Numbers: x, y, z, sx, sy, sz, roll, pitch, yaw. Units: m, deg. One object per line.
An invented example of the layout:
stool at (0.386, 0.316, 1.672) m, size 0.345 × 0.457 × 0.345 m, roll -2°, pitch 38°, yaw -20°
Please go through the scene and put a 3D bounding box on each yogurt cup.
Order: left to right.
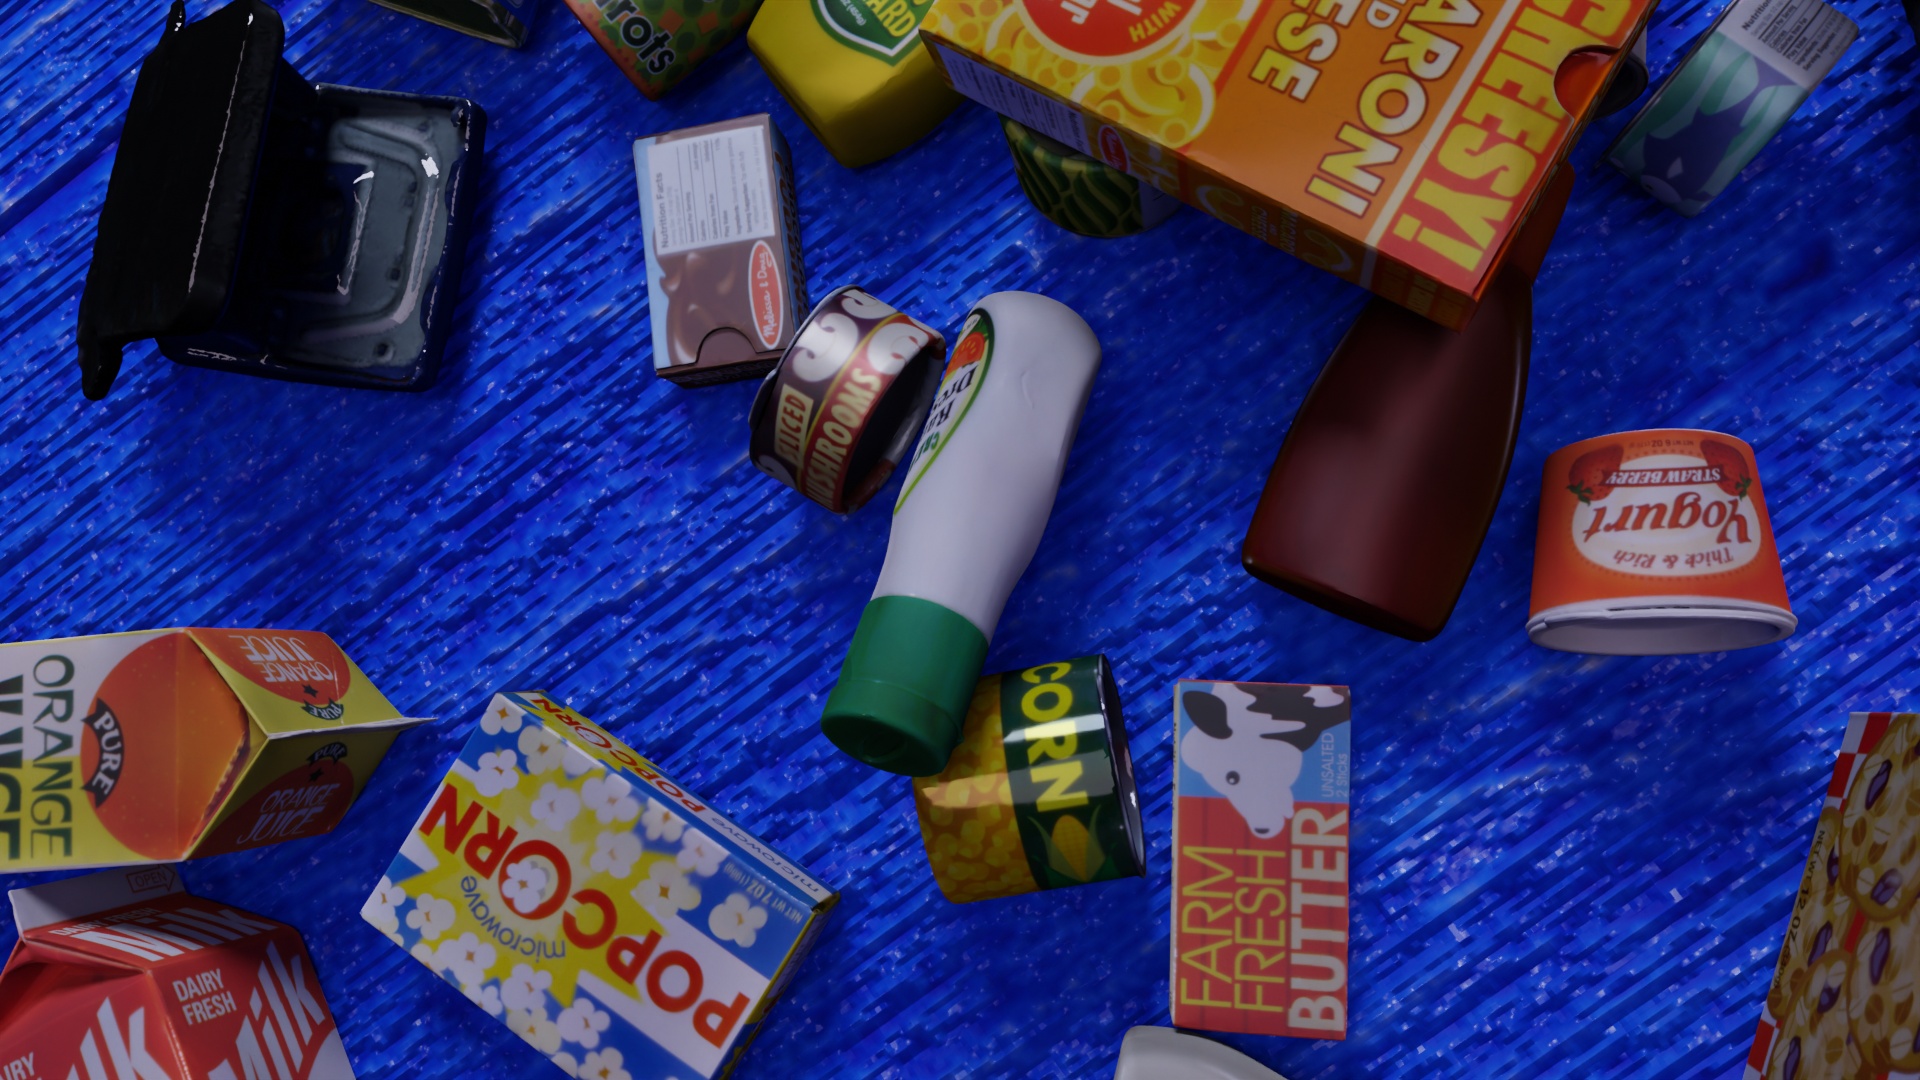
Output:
yogurt cup at (0.196, 0.002, 0.394) m, size 0.072 × 0.072 × 0.054 m, roll 1°, pitch 76°, yaw 9°

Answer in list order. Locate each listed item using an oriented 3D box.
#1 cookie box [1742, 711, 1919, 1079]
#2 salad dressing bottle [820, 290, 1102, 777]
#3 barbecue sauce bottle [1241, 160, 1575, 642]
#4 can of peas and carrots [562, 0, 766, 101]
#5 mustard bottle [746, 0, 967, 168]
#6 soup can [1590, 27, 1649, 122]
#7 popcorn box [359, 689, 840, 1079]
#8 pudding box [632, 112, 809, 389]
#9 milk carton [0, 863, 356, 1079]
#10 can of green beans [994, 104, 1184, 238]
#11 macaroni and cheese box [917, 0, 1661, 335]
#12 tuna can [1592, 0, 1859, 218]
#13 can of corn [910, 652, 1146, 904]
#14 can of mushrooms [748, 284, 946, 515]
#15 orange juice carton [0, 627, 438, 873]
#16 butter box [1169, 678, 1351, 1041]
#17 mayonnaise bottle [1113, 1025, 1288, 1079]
cookie box at (0.244, 0.104, 0.321) m, size 0.040 × 0.167 × 0.123 m, roll 18°, pitch 87°, yaw 11°
salad dressing bottle at (0.001, -0.005, 0.404) m, size 0.044 × 0.064 × 0.148 m, roll 26°, pitch 59°, yaw -11°
barbecue sauce bottle at (0.140, -0.048, 0.418) m, size 0.065 × 0.043 × 0.148 m, roll 23°, pitch 87°, yaw 11°
can of peas and carrots at (-0.101, -0.189, 0.460) m, size 0.058 × 0.071 × 0.071 m, roll -38°, pitch 79°, yaw 4°
mustard bottle at (0.006, -0.193, 0.454) m, size 0.160 × 0.049 × 0.065 m, roll -40°, pitch 77°, yaw 3°
soup can at (0.169, -0.174, 0.419) m, size 0.071 × 0.071 × 0.084 m, roll 4°, pitch 83°, yaw 10°
popcorn box at (-0.114, 0.116, 0.443) m, size 0.127 × 0.038 × 0.085 m, roll 32°, pitch 90°, yaw 11°
pudding box at (-0.080, -0.096, 0.466) m, size 0.049 × 0.030 × 0.084 m, roll -8°, pitch 82°, yaw 7°
milk carton at (-0.241, 0.193, 0.438) m, size 0.073 × 0.072 × 0.190 m, roll -27°, pitch 81°, yaw 5°
can of green beans at (0.045, -0.136, 0.436) m, size 0.071 × 0.058 × 0.071 m, roll -1°, pitch 83°, yaw 9°
macaroni and cheese box at (0.091, -0.148, 0.374) m, size 0.166 × 0.040 × 0.123 m, roll 30°, pitch 90°, yaw 15°
tuna can at (0.221, -0.128, 0.405) m, size 0.033 × 0.071 × 0.071 m, roll 40°, pitch 91°, yaw 10°
can of corn at (0.020, 0.069, 0.411) m, size 0.058 × 0.071 × 0.071 m, roll -11°, pitch 82°, yaw 9°
can of mushrooms at (-0.035, -0.042, 0.432) m, size 0.033 × 0.071 × 0.071 m, roll 31°, pitch 89°, yaw 9°
orange juice carton at (-0.279, 0.069, 0.458) m, size 0.193 × 0.072 × 0.073 m, roll -6°, pitch 83°, yaw 9°
butter box at (0.090, 0.094, 0.420) m, size 0.053 × 0.024 × 0.103 m, roll 1°, pitch 83°, yaw 10°
mayonnaise bottle at (0.113, 0.189, 0.397) m, size 0.148 × 0.041 × 0.064 m, roll 13°, pitch 92°, yaw 9°
